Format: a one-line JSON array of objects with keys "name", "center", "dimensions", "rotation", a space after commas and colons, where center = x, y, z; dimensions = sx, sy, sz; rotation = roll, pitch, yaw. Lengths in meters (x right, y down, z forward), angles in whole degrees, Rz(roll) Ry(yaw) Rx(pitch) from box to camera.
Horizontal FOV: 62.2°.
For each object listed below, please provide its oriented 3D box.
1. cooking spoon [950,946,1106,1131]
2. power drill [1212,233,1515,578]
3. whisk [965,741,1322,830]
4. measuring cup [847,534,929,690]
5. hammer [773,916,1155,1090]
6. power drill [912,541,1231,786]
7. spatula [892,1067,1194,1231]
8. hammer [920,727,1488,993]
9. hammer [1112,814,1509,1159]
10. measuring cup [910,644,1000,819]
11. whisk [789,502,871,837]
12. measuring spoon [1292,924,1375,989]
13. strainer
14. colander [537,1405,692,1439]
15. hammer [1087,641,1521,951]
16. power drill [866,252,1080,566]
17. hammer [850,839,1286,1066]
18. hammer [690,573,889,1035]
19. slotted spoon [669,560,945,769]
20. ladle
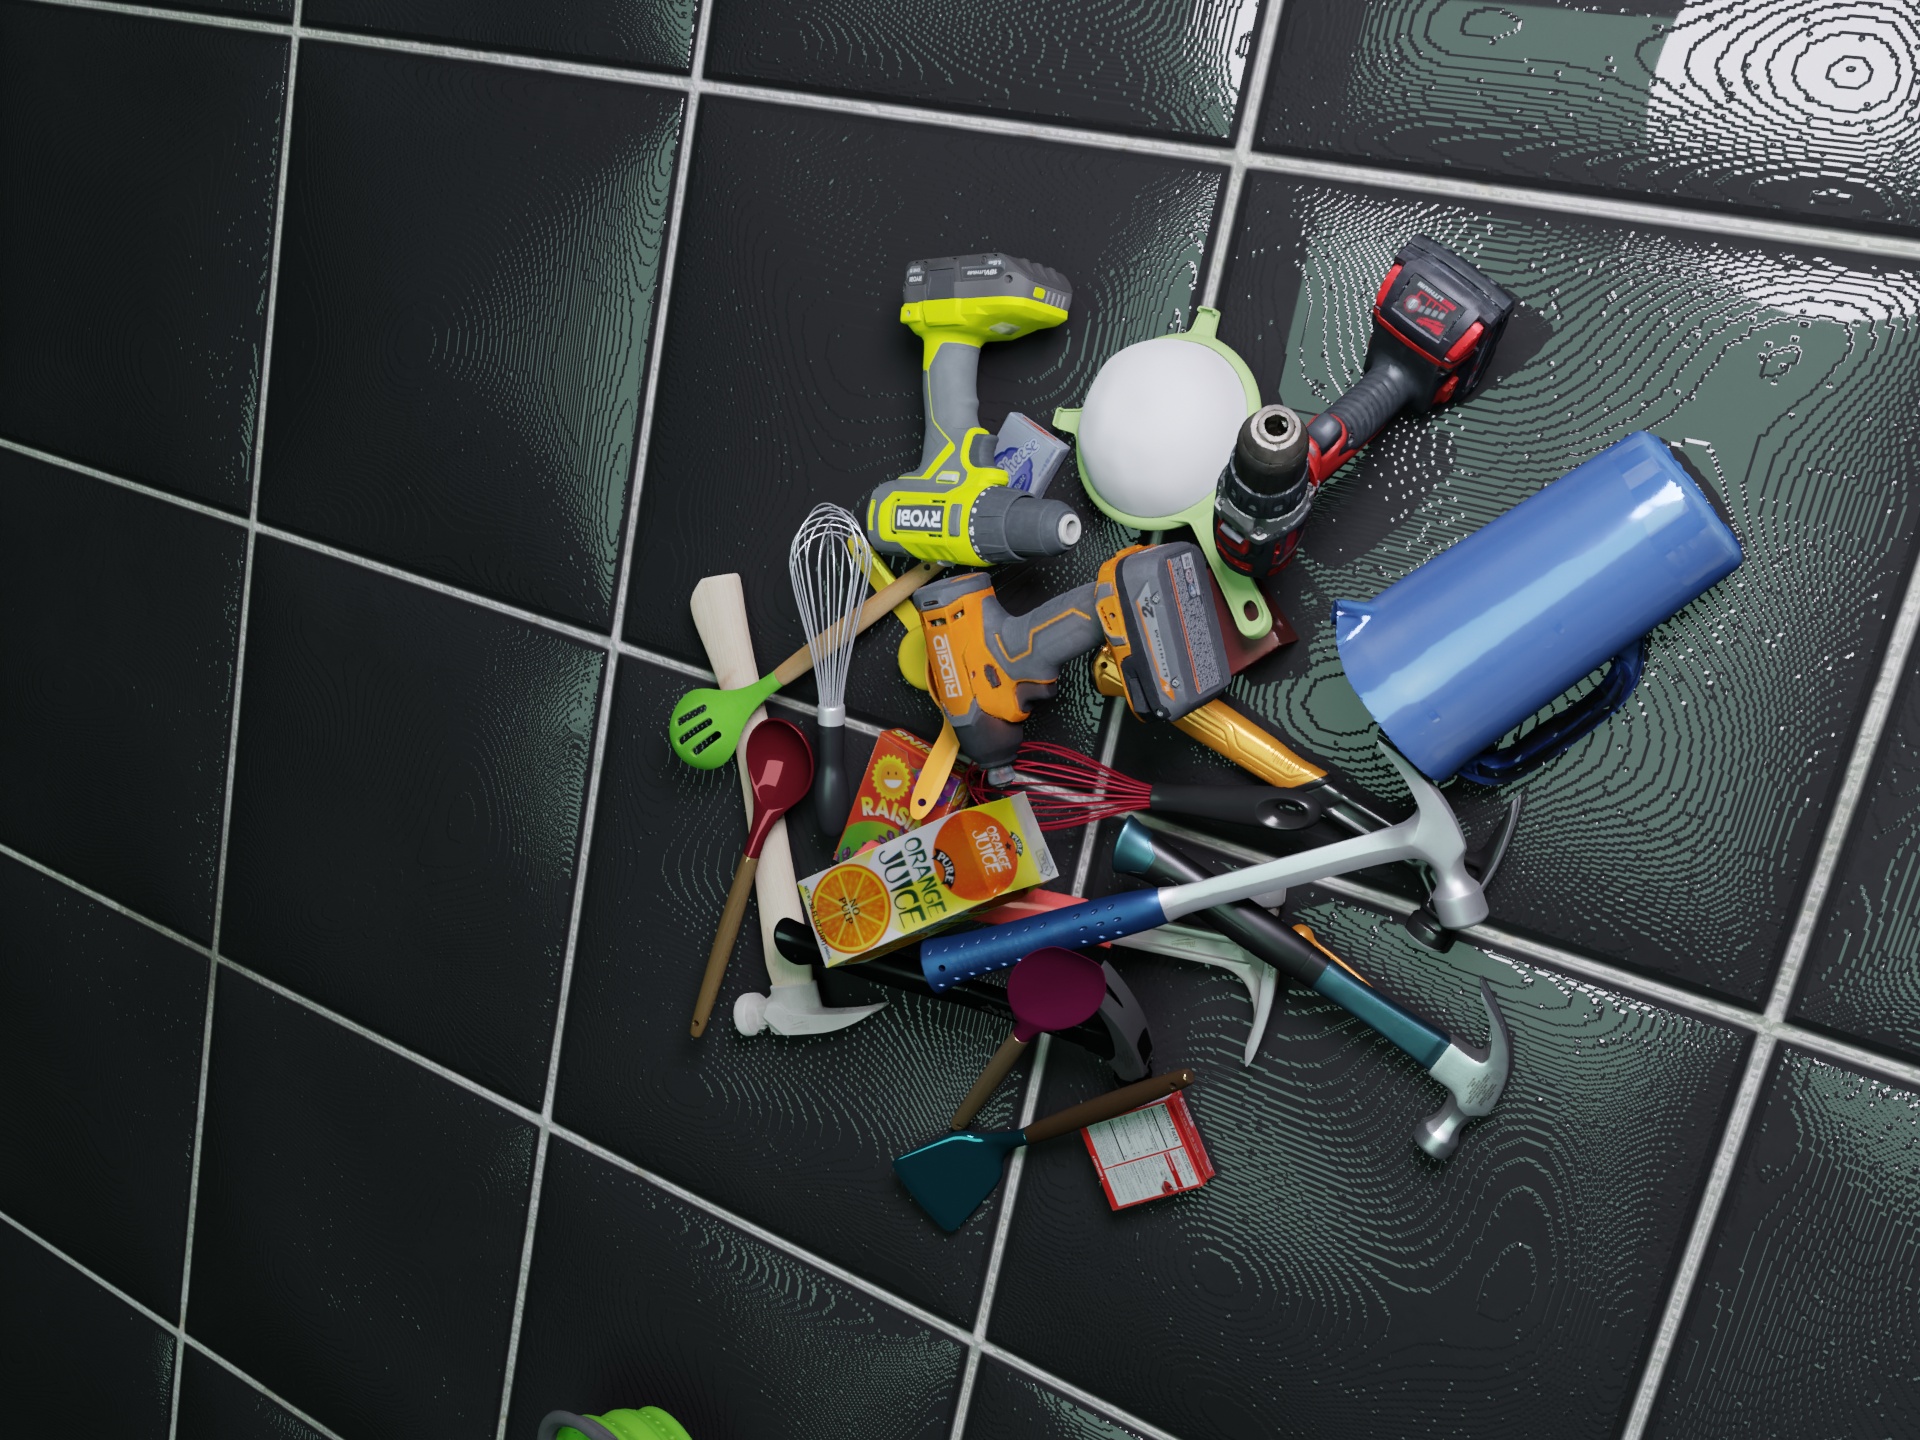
[{"name": "cooking spoon", "center": [0.041, 0.256, 1.244], "dimensions": [0.068, 0.017, 0.318], "rotation": [23, 140, -2]}, {"name": "power drill", "center": [0.249, -0.203, 1.022], "dimensions": [0.080, 0.187, 0.227], "rotation": [42, 83, 15]}, {"name": "whisk", "center": [0.132, 0.057, 1.213], "dimensions": [0.296, 0.073, 0.073], "rotation": [4, 99, 32]}, {"name": "measuring cup", "center": [-0.053, -0.091, 1.322], "dimensions": [0.062, 0.029, 0.156], "rotation": [-41, 79, 26]}, {"name": "hammer", "center": [-0.006, 0.214, 1.287], "dimensions": [0.335, 0.035, 0.146], "rotation": [13, 141, 25]}, {"name": "power drill", "center": [0.076, -0.038, 1.159], "dimensions": [0.226, 0.084, 0.164], "rotation": [-8, 100, 38]}, {"name": "spatula", "center": [0.070, 0.337, 1.283], "dimensions": [0.082, 0.044, 0.317], "rotation": [51, 132, -4]}, {"name": "hammer", "center": [0.155, 0.124, 1.144], "dimensions": [0.405, 0.035, 0.144], "rotation": [-18, 97, 21]}, {"name": "hammer", "center": [0.250, 0.178, 1.163], "dimensions": [0.331, 0.033, 0.128], "rotation": [34, 110, 7]}, {"name": "measuring cup", "center": [-0.002, -0.004, 1.272], "dimensions": [0.095, 0.052, 0.173], "rotation": [23, 97, -5]}, {"name": "whisk", "center": [-0.106, -0.036, 1.297], "dimensions": [0.070, 0.070, 0.284], "rotation": [11, 111, 26]}, {"name": "measuring spoon", "center": [0.290, 0.198, 1.189], "dimensions": [0.117, 0.011, 0.021], "rotation": [45, 114, 16]}, {"name": "strainer", "center": [0.155, -0.173, 1.140], "dimensions": [0.151, 0.069, 0.257], "rotation": [-32, 64, 25]}, {"name": "colander", "center": [-0.351, 0.769, 1.577], "dimensions": [0.204, 0.094, 0.397], "rotation": [57, 135, 9]}, {"name": "hammer", "center": [0.241, 0.028, 1.180], "dimensions": [0.337, 0.034, 0.127], "rotation": [33, 112, 20]}, {"name": "power drill", "center": [0.019, -0.230, 1.209], "dimensions": [0.191, 0.080, 0.228], "rotation": [9, 96, 42]}, {"name": "hammer", "center": [0.073, 0.163, 1.261], "dimensions": [0.359, 0.036, 0.149], "rotation": [9, 101, 18]}, {"name": "hammer", "center": [-0.166, 0.073, 1.402], "dimensions": [0.146, 0.038, 0.410], "rotation": [-9, 92, 27]}, {"name": "slotted spoon", "center": [-0.135, -0.052, 1.341], "dimensions": [0.313, 0.031, 0.070], "rotation": [-34, 82, 22]}, {"name": "ladle", "center": [-0.189, 0.141, 1.387], "dimensions": [0.069, 0.031, 0.315], "rotation": [26, 108, 21]}]
